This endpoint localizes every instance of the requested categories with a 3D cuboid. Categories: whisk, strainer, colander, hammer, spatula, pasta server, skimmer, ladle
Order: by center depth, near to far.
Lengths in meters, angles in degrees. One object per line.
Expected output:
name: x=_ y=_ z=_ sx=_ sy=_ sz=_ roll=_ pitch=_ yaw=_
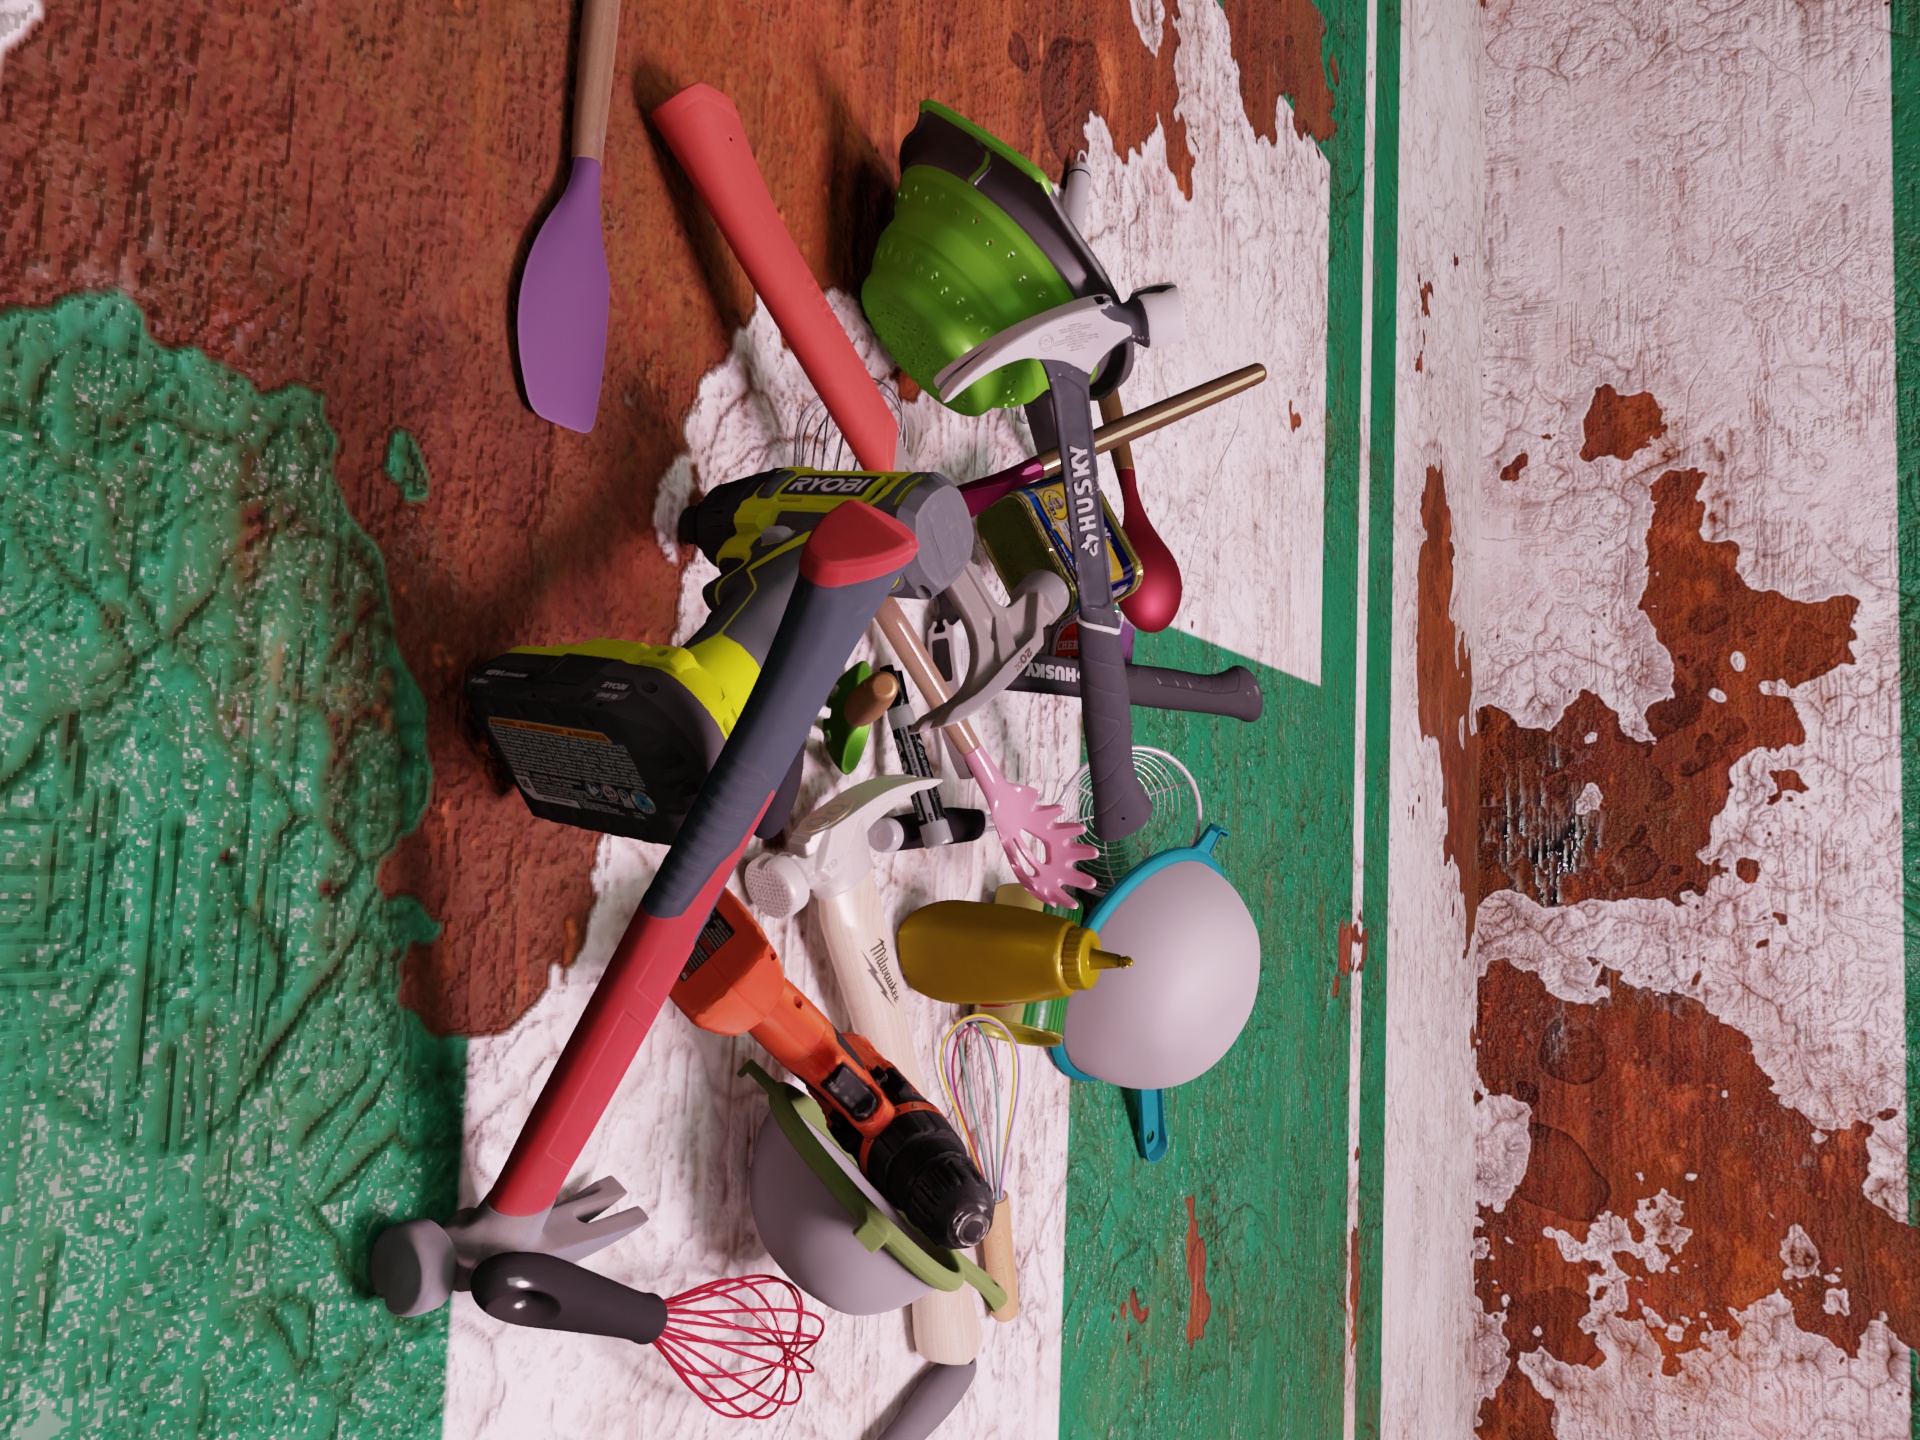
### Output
hammer: x=-0.113 y=0.085 z=0.670 sx=0.143 sy=0.038 sz=0.386 roll=2 pitch=121 yaw=-58
whisk: x=-0.143 y=0.293 z=0.770 sx=0.295 sy=0.073 sz=0.073 roll=52 pitch=46 yaw=-56
spatula: x=-0.183 y=-0.299 z=0.782 sx=0.059 sy=0.018 sz=0.316 roll=16 pitch=76 yaw=-59
hammer: x=-0.064 y=-0.172 z=0.871 sx=0.149 sy=0.037 sz=0.359 roll=-46 pitch=112 yaw=-42
strainer: x=-0.049 y=0.307 z=0.915 sx=0.069 sy=0.152 sz=0.256 roll=-43 pitch=134 yaw=-7
whisk: x=-0.084 y=-0.070 z=0.923 sx=0.070 sy=0.070 sz=0.285 roll=28 pitch=71 yaw=-58
whisk: x=-0.042 y=0.461 z=0.996 sx=0.239 sy=0.055 sz=0.055 roll=-22 pitch=109 yaw=-63
hammer: x=-0.032 y=0.235 z=1.010 sx=0.146 sy=0.038 sz=0.410 roll=-35 pitch=122 yaw=-44
pasta server: x=-0.002 y=-0.003 z=1.028 sx=0.060 sy=0.040 sz=0.316 roll=-46 pitch=118 yaw=-29
hammer: x=0.083 y=-0.077 z=1.033 sx=0.036 sy=0.149 sz=0.408 roll=-108 pitch=-174 yaw=-52
colander: x=0.021 y=-0.228 z=1.073 sx=0.094 sy=0.205 sz=0.396 roll=-45 pitch=155 yaw=-9
whisk: x=0.017 y=0.316 z=1.121 sx=0.047 sy=0.051 sz=0.245 roll=-19 pitch=111 yaw=-38
skimmer: x=0.065 y=0.081 z=1.149 sx=0.363 sy=0.090 sz=0.127 roll=0 pitch=109 yaw=-60
hammer: x=0.111 y=-0.023 z=1.182 sx=0.334 sy=0.035 sz=0.146 roll=6 pitch=81 yaw=-41
ladle: x=0.125 y=-0.213 z=1.242 sx=0.069 sy=0.031 sz=0.316 roll=9 pitch=60 yaw=-34
strainer: x=0.082 y=-0.348 z=1.247 sx=0.086 sy=0.050 sz=0.259 roll=31 pitch=59 yaw=-41
strainer: x=0.179 y=0.264 z=1.292 sx=0.211 sy=0.095 sz=0.340 roll=-33 pitch=133 yaw=-31

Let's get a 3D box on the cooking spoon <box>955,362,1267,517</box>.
cooking spoon: x=0.072 y=-0.176 z=1.044 sx=0.319 sy=0.068 sz=0.017 roll=-25 pitch=81 yaw=-19

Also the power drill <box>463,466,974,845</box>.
power drill: x=-0.119 y=-0.047 z=0.760 sx=0.223 sy=0.171 sz=0.080 roll=-50 pitch=134 yaw=-39

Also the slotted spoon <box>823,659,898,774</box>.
slotted spoon: x=-0.053 y=-0.008 z=0.845 sx=0.314 sy=0.031 sz=0.070 roll=157 pitch=-58 yaw=-82
